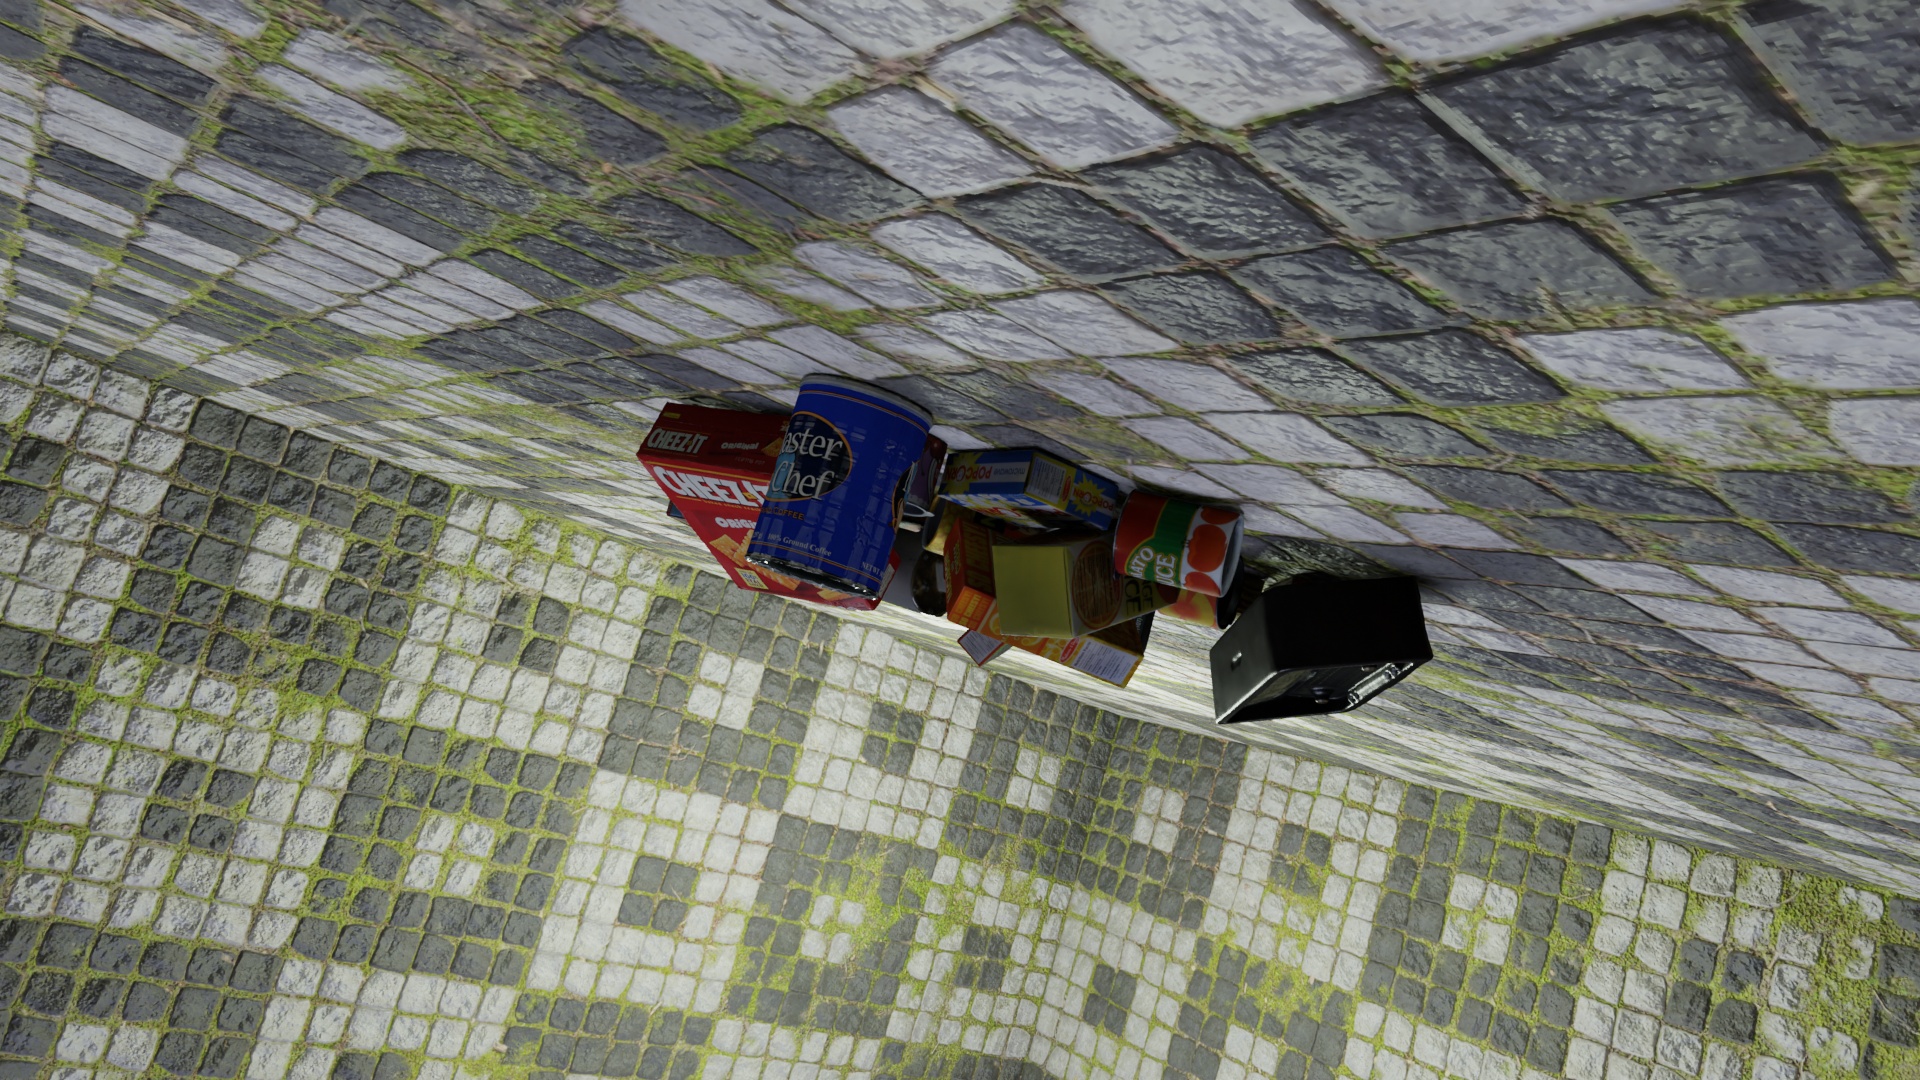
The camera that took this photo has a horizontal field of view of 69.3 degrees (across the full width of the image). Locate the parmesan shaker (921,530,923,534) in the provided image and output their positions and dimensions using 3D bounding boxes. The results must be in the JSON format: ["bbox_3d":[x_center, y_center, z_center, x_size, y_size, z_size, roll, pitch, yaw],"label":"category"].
[{"bbox_3d":[0.012,0.017,1.436,0.071,0.071,0.103,9,172,42],"label":"parmesan shaker"}]

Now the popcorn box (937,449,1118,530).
[{"bbox_3d":[0.052,-0.039,1.089,0.085,0.038,0.126,20,171,-31],"label":"popcorn box"}]

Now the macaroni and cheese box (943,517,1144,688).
[{"bbox_3d":[0.067,0.052,1.188,0.166,0.040,0.124,21,-155,-14],"label":"macaroni and cheese box"}]

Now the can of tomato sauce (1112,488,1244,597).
[{"bbox_3d":[0.163,0.004,1.042,0.083,0.071,0.071,13,171,21],"label":"can of tomato sauce"}]

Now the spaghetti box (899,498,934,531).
[{"bbox_3d":[-0.074,-0.025,1.468,0.050,0.029,0.249,19,171,-13],"label":"spaghetti box"}]

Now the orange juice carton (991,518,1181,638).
[{"bbox_3d":[0.114,0.024,1.119,0.072,0.073,0.193,0,-171,40],"label":"orange juice carton"}]

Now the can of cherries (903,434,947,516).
[{"bbox_3d":[-0.047,-0.056,1.108,0.071,0.058,0.071,16,170,3],"label":"can of cherries"}]

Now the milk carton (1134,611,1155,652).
[{"bbox_3d":[0.111,0.070,1.503,0.191,0.072,0.073,16,-166,15],"label":"milk carton"}]

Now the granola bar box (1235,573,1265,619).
[{"bbox_3d":[0.182,0.033,1.306,0.165,0.039,0.124,19,171,-15],"label":"granola bar box"}]

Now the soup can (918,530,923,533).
[{"bbox_3d":[-0.023,0.029,1.580,0.084,0.071,0.071,16,171,0],"label":"soup can"}]

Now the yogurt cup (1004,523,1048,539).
[{"bbox_3d":[0.049,0.011,1.349,0.054,0.072,0.072,27,170,-11],"label":"yogurt cup"}]

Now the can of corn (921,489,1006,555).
[{"bbox_3d":[0.004,-0.016,1.258,0.058,0.071,0.071,19,171,-14],"label":"can of corn"}]

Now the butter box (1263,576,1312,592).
[{"bbox_3d":[0.310,0.056,1.257,0.053,0.024,0.103,17,171,0],"label":"butter box"}]

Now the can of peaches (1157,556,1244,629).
[{"bbox_3d":[0.207,0.041,1.204,0.058,0.071,0.071,13,171,27],"label":"can of peaches"}]

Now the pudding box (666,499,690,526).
[{"bbox_3d":[-0.277,-0.058,1.469,0.030,0.084,0.049,9,168,27],"label":"pudding box"}]

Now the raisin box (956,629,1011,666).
[{"bbox_3d":[0.063,0.070,1.431,0.040,0.123,0.086,50,-157,10],"label":"raisin box"}]
